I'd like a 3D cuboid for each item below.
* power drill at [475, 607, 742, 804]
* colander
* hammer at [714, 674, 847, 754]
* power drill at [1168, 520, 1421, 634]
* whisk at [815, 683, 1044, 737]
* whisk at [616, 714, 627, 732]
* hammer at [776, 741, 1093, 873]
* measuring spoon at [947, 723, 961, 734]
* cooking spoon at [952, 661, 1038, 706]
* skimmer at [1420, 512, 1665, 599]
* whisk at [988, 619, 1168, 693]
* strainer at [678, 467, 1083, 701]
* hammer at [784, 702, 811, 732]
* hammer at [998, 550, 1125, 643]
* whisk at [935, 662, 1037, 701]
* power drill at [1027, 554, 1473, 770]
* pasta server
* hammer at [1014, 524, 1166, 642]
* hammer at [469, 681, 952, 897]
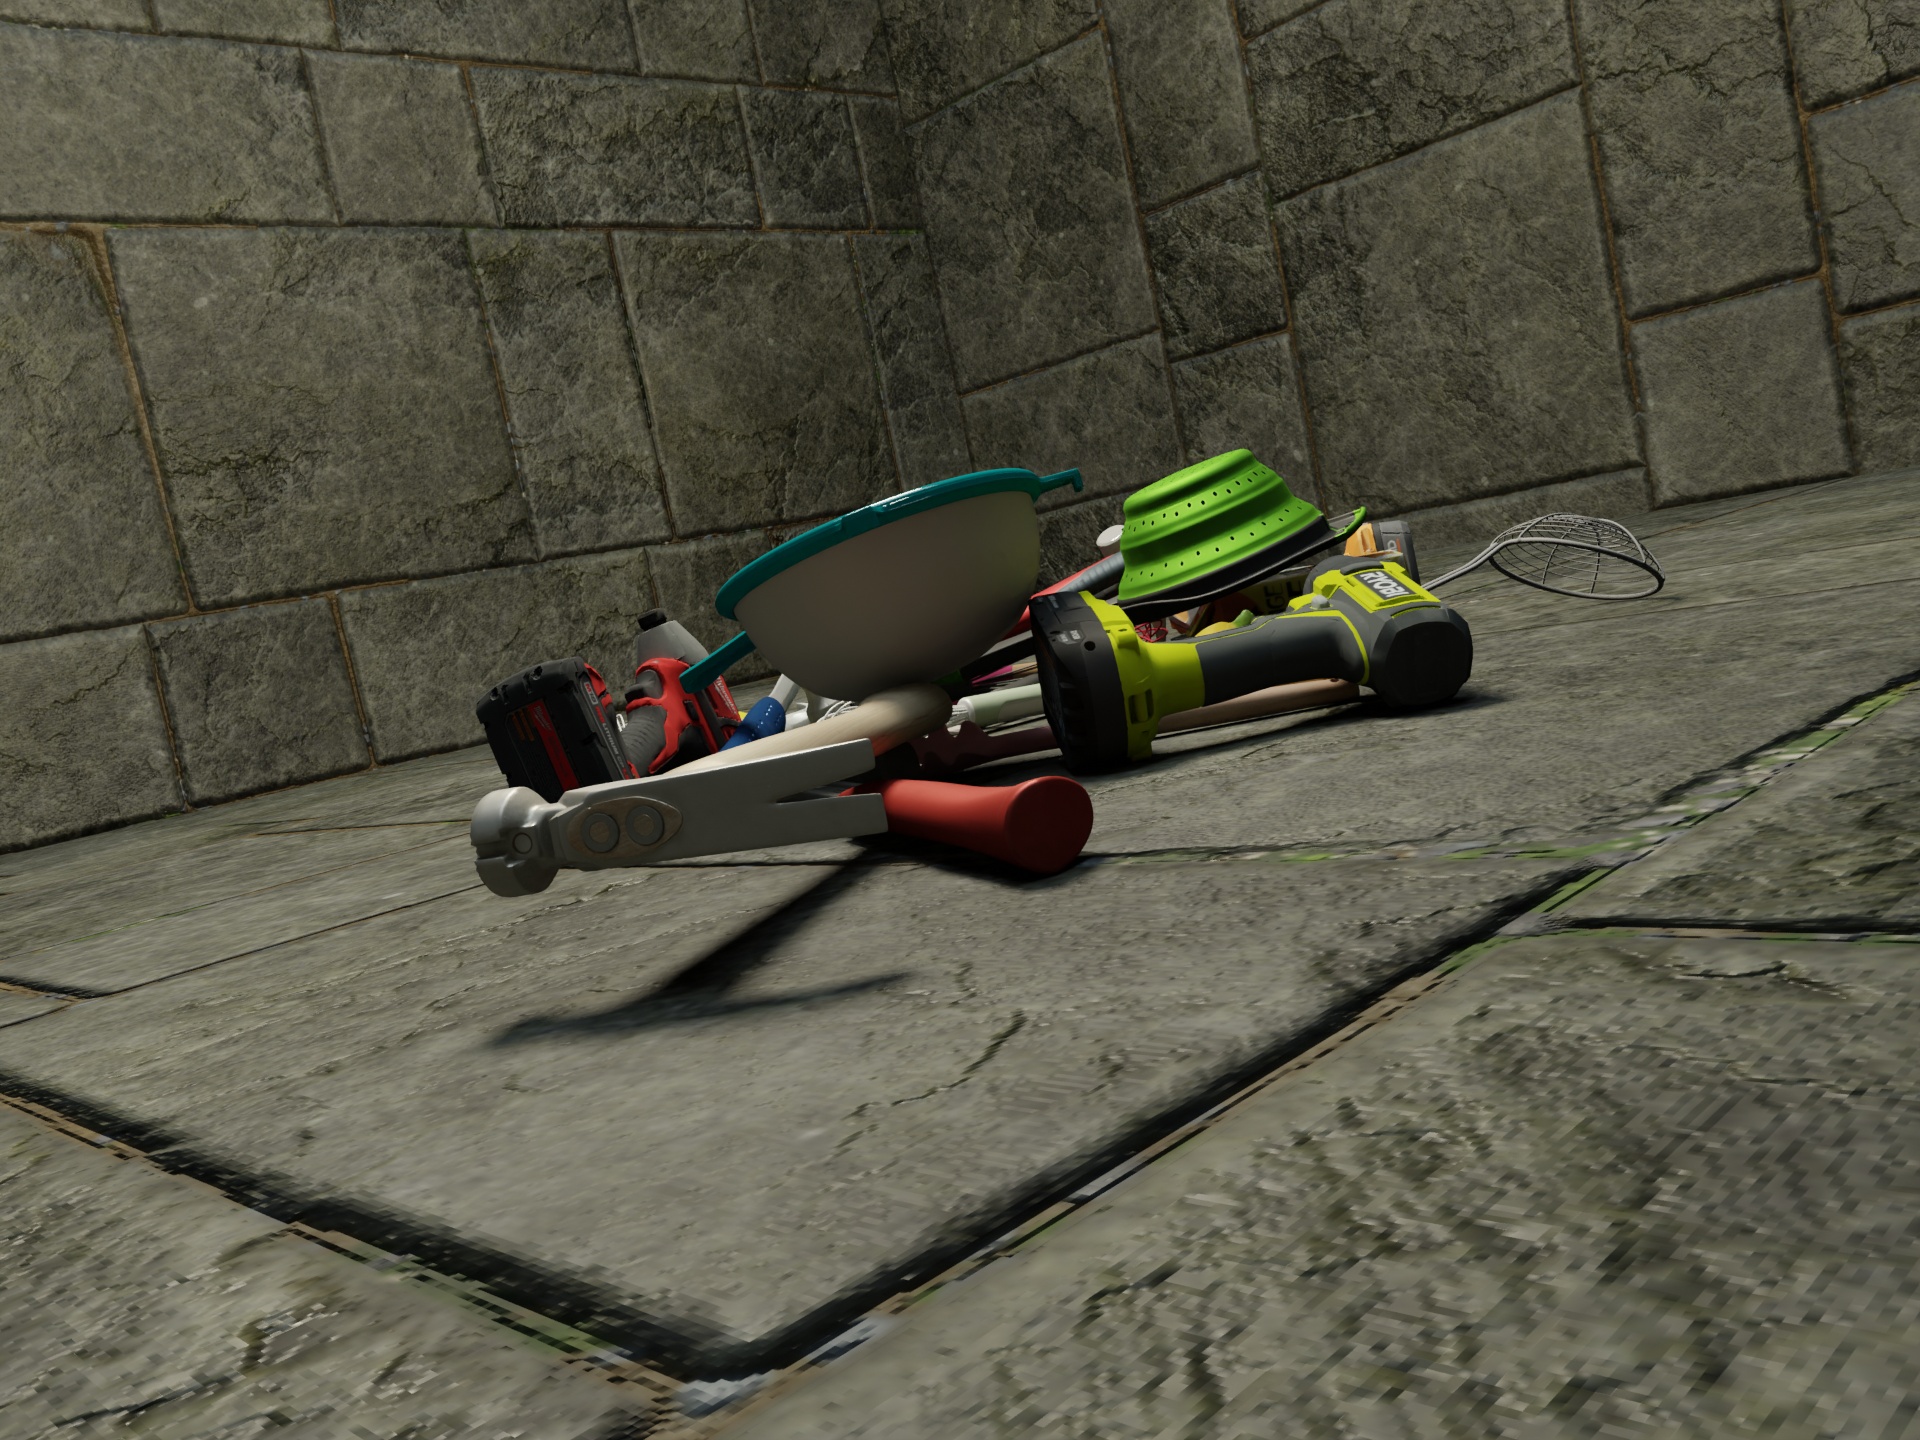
[{"bbox_3d":[-0.232,-0.002,1.121,0.078,0.143,0.219,-22,2,22],"label":"power drill"},{"bbox_3d":[0.128,-0.131,1.313,0.397,0.094,0.204,-20,9,26],"label":"colander"},{"bbox_3d":[-0.145,-0.013,1.213,0.035,0.144,0.406,-24,12,6],"label":"hammer"},{"bbox_3d":[0.308,-0.118,1.496,0.226,0.084,0.185,-11,-6,11],"label":"power drill"},{"bbox_3d":[-0.002,-0.004,1.223,0.246,0.057,0.059,-11,38,-32],"label":"whisk"},{"bbox_3d":[-0.282,0.036,1.341,0.070,0.070,0.285,-13,10,-21],"label":"whisk"},{"bbox_3d":[-0.040,0.043,0.770,0.149,0.036,0.359,-13,5,-20],"label":"hammer"},{"bbox_3d":[-0.034,0.011,1.297,0.034,0.018,0.124,-13,11,-38],"label":"measuring spoon"},{"bbox_3d":[0.077,-0.049,1.540,0.319,0.069,0.017,-6,-38,10],"label":"cooking spoon"},{"bbox_3d":[0.352,-0.068,1.180,0.363,0.090,0.127,-23,3,-15],"label":"skimmer"},{"bbox_3d":[0.096,-0.045,1.386,0.073,0.073,0.296,-8,12,38],"label":"whisk"},{"bbox_3d":[-0.074,-0.048,1.010,0.211,0.095,0.340,-18,-6,-44],"label":"strainer"},{"bbox_3d":[-0.281,0.026,1.572,0.331,0.033,0.128,-9,6,26],"label":"hammer"},{"bbox_3d":[0.077,-0.112,1.479,0.386,0.038,0.143,-27,22,8],"label":"hammer"},{"bbox_3d":[0.008,-0.033,1.511,0.239,0.055,0.055,-15,3,18],"label":"whisk"},{"bbox_3d":[0.159,-0.044,0.925,0.223,0.080,0.171,-10,21,-3],"label":"power drill"},{"bbox_3d":[0.085,-0.001,0.980,0.316,0.040,0.060,-9,25,9],"label":"pasta server"},{"bbox_3d":[0.048,-0.072,1.588,0.335,0.146,0.035,-21,32,22],"label":"hammer"},{"bbox_3d":[-0.055,0.013,0.728,0.146,0.038,0.410,-9,4,14],"label":"hammer"}]
